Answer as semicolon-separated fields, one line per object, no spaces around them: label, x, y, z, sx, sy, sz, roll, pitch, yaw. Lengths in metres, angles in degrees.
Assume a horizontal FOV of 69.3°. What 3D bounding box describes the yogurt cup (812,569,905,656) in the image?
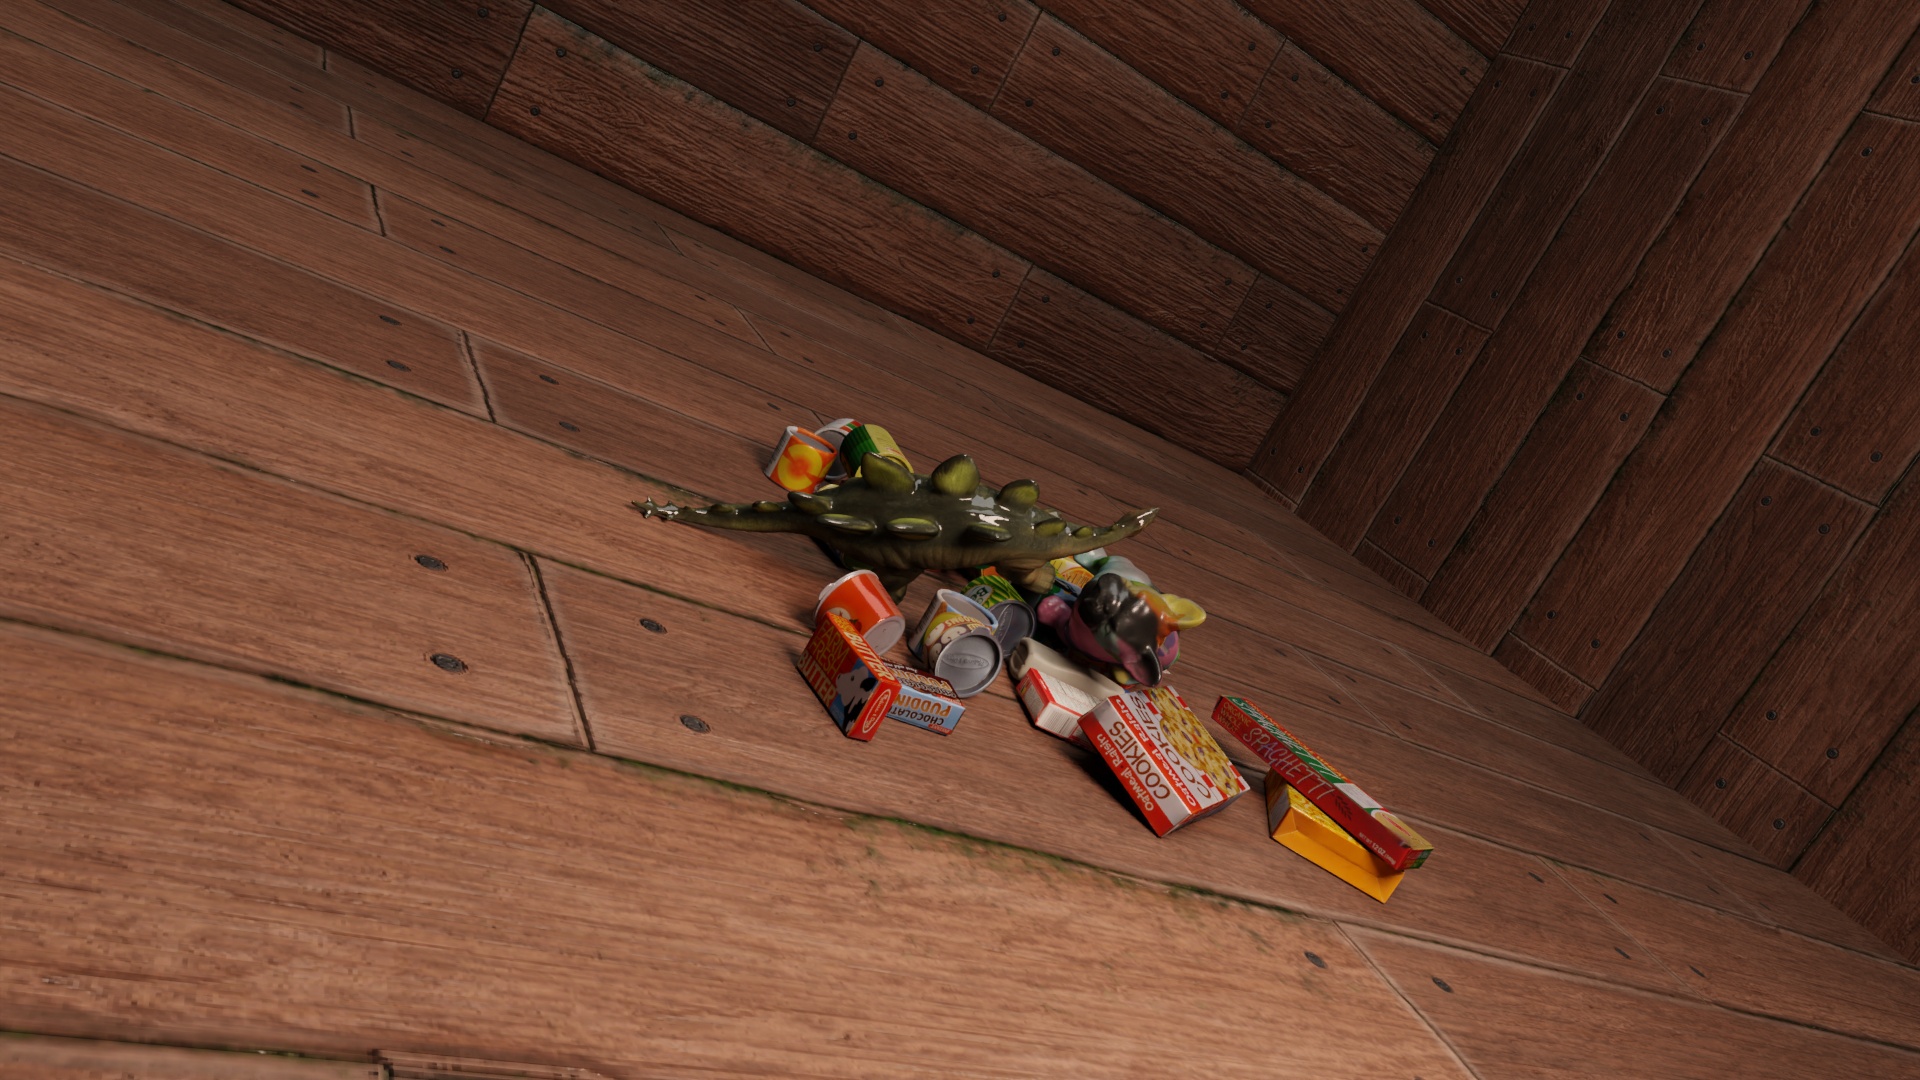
yogurt cup;-0.084;0.067;1.190;0.054;0.072;0.072;46;20;28

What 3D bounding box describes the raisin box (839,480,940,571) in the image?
raisin box;-0.077;-0.016;1.556;0.086;0.040;0.124;14;21;-50

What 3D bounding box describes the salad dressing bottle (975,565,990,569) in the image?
salad dressing bottle;0.006;-0.019;1.551;0.064;0.043;0.148;-8;31;-15

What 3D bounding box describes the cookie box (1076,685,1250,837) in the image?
cookie box;0.184;0.195;1.250;0.123;0.040;0.167;54;22;19

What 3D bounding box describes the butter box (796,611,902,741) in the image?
butter box;-0.087;0.103;1.070;0.024;0.053;0.104;21;16;-39

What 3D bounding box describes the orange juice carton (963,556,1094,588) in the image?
orange juice carton;0.071;0.030;1.616;0.193;0.073;0.072;19;16;-34

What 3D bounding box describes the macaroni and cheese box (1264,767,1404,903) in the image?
macaroni and cheese box;0.367;0.279;1.378;0.124;0.040;0.167;30;14;4

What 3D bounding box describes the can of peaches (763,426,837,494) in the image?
can of peaches;-0.178;-0.088;1.572;0.071;0.058;0.071;27;13;-7

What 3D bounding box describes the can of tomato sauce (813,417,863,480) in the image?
can of tomato sauce;-0.148;-0.111;1.701;0.071;0.071;0.083;29;14;1

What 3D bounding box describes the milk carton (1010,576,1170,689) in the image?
milk carton;0.139;0.100;1.498;0.190;0.073;0.072;23;14;-26

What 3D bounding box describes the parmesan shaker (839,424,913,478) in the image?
parmesan shaker;-0.092;-0.080;1.536;0.071;0.071;0.103;24;14;-22

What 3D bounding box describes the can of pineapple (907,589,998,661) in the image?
can of pineapple;-0.005;0.087;1.286;0.071;0.057;0.071;28;13;-7

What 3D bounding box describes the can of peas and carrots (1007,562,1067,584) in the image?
can of peas and carrots;0.094;0.065;1.551;0.071;0.070;0.059;20;17;-34

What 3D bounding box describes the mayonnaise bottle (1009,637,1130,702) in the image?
mayonnaise bottle;0.121;0.146;1.364;0.148;0.041;0.065;28;7;-12

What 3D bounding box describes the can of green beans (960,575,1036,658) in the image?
can of green beans;0.035;0.076;1.389;0.071;0.071;0.058;21;15;-30

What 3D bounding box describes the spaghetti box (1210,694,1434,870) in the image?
spaghetti box;0.348;0.232;1.359;0.050;0.028;0.251;13;20;-46

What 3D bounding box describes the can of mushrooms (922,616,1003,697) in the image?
can of mushrooms;0.003;0.100;1.225;0.071;0.071;0.033;21;14;-32

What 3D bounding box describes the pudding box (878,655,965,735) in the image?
pudding box;-0.043;0.125;1.129;0.084;0.030;0.050;22;16;-26
